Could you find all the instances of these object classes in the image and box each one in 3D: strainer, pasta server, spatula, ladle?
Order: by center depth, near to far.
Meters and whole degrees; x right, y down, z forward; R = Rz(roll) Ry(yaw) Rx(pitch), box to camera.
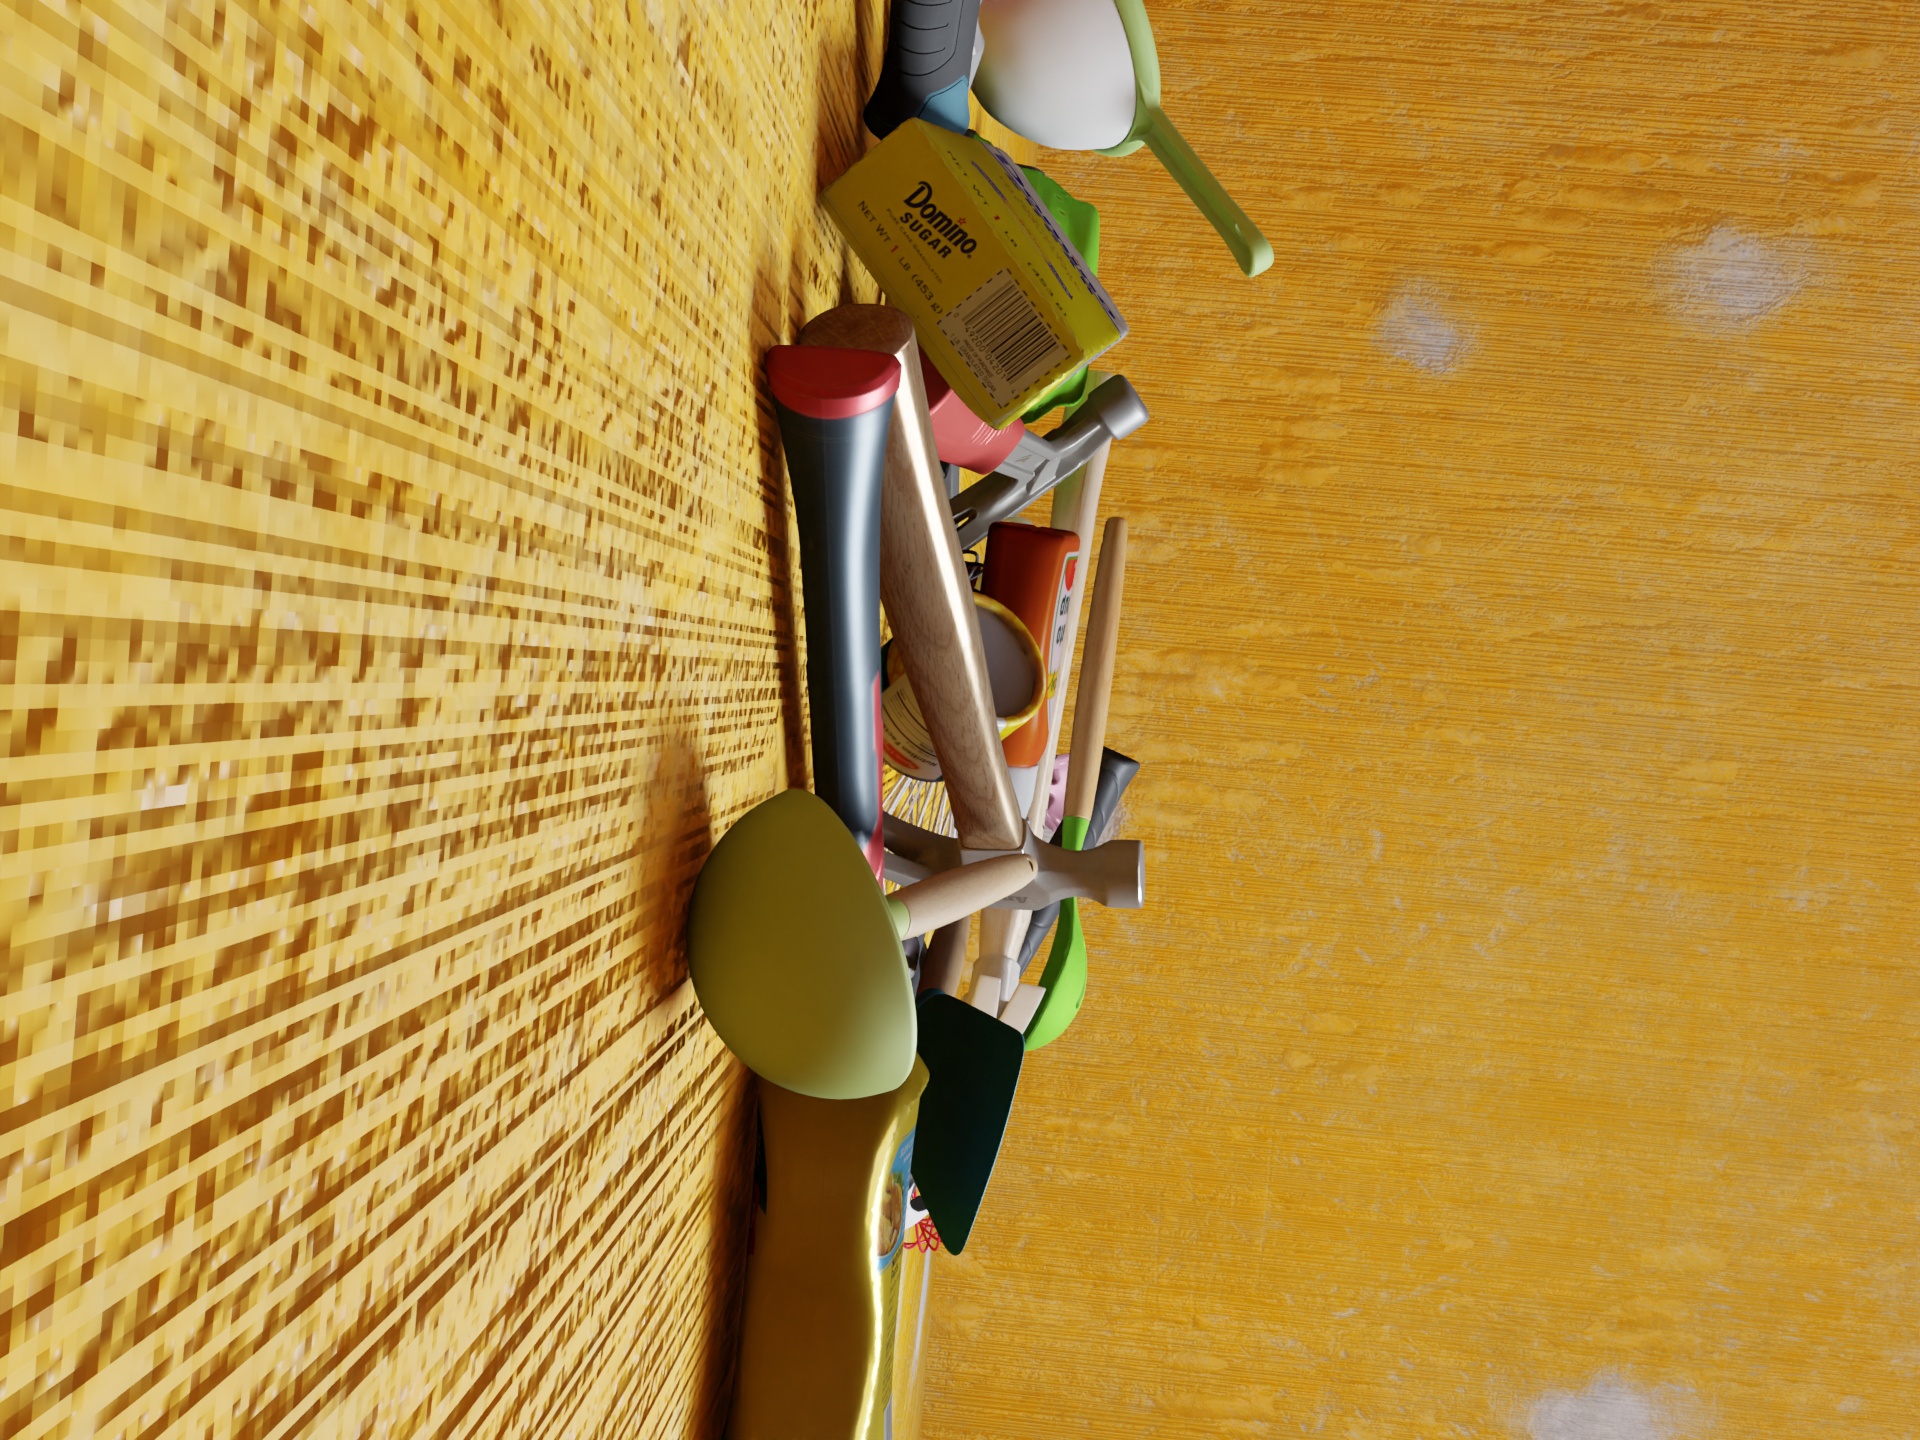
[{"bbox_3d":[-0.004,0.057,0.512,0.078,0.062,0.320,69,14,6],"label":"ladle"},{"bbox_3d":[0.000,0.121,0.692,0.317,0.044,0.082,-66,172,-82],"label":"spatula"},{"bbox_3d":[0.066,-0.321,0.843,0.256,0.069,0.151,56,-11,15],"label":"strainer"},{"bbox_3d":[0.025,0.033,0.963,0.316,0.040,0.060,19,86,-67],"label":"pasta server"}]

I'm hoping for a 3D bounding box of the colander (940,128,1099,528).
[{"bbox_3d":[0.027,-0.188,0.958,0.396,0.094,0.205,91,5,-55],"label":"colander"}]

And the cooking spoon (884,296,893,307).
[{"bbox_3d":[-0.011,-0.303,0.741,0.068,0.017,0.319,105,-8,-63],"label":"cooking spoon"}]

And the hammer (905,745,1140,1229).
[{"bbox_3d":[0.027,0.157,0.980,0.335,0.035,0.146,-60,164,-20],"label":"hammer"}]

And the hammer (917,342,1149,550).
[{"bbox_3d":[0.002,-0.125,0.732,0.037,0.149,0.359,57,13,3],"label":"hammer"}]

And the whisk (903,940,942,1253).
[{"bbox_3d":[-0.029,0.249,1.048,0.073,0.073,0.295,-81,170,-55],"label":"whisk"}]

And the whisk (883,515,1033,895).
[{"bbox_3d":[-0.001,-0.003,0.821,0.059,0.058,0.246,40,58,-39],"label":"whisk"}]

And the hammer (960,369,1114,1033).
[{"bbox_3d":[0.049,-0.022,0.883,0.146,0.038,0.411,107,-6,-68],"label":"hammer"}]

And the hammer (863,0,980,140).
[{"bbox_3d":[0.001,-0.276,0.433,0.128,0.033,0.330,-36,167,-18],"label":"hammer"}]

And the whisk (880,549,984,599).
[{"bbox_3d":[-0.024,-0.068,0.699,0.239,0.055,0.055,16,79,-82],"label":"whisk"}]

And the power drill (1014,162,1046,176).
[{"bbox_3d":[0.032,-0.305,1.102,0.220,0.078,0.143,-66,161,-74],"label":"power drill"}]

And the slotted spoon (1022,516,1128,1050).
[{"bbox_3d":[0.069,0.030,0.895,0.070,0.031,0.314,116,-16,-74],"label":"slotted spoon"}]

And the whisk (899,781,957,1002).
[{"bbox_3d":[-0.021,0.082,0.976,0.070,0.070,0.285,92,9,-47],"label":"whisk"}]

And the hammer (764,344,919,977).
[{"bbox_3d":[-0.041,0.040,0.557,0.386,0.038,0.143,92,5,-50],"label":"hammer"}]

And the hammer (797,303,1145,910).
[{"bbox_3d":[-0.007,-0.019,0.600,0.331,0.130,0.031,74,19,-52],"label":"hammer"}]

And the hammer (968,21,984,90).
[{"bbox_3d":[0.020,-0.436,0.705,0.144,0.035,0.406,118,-18,-46],"label":"hammer"}]
